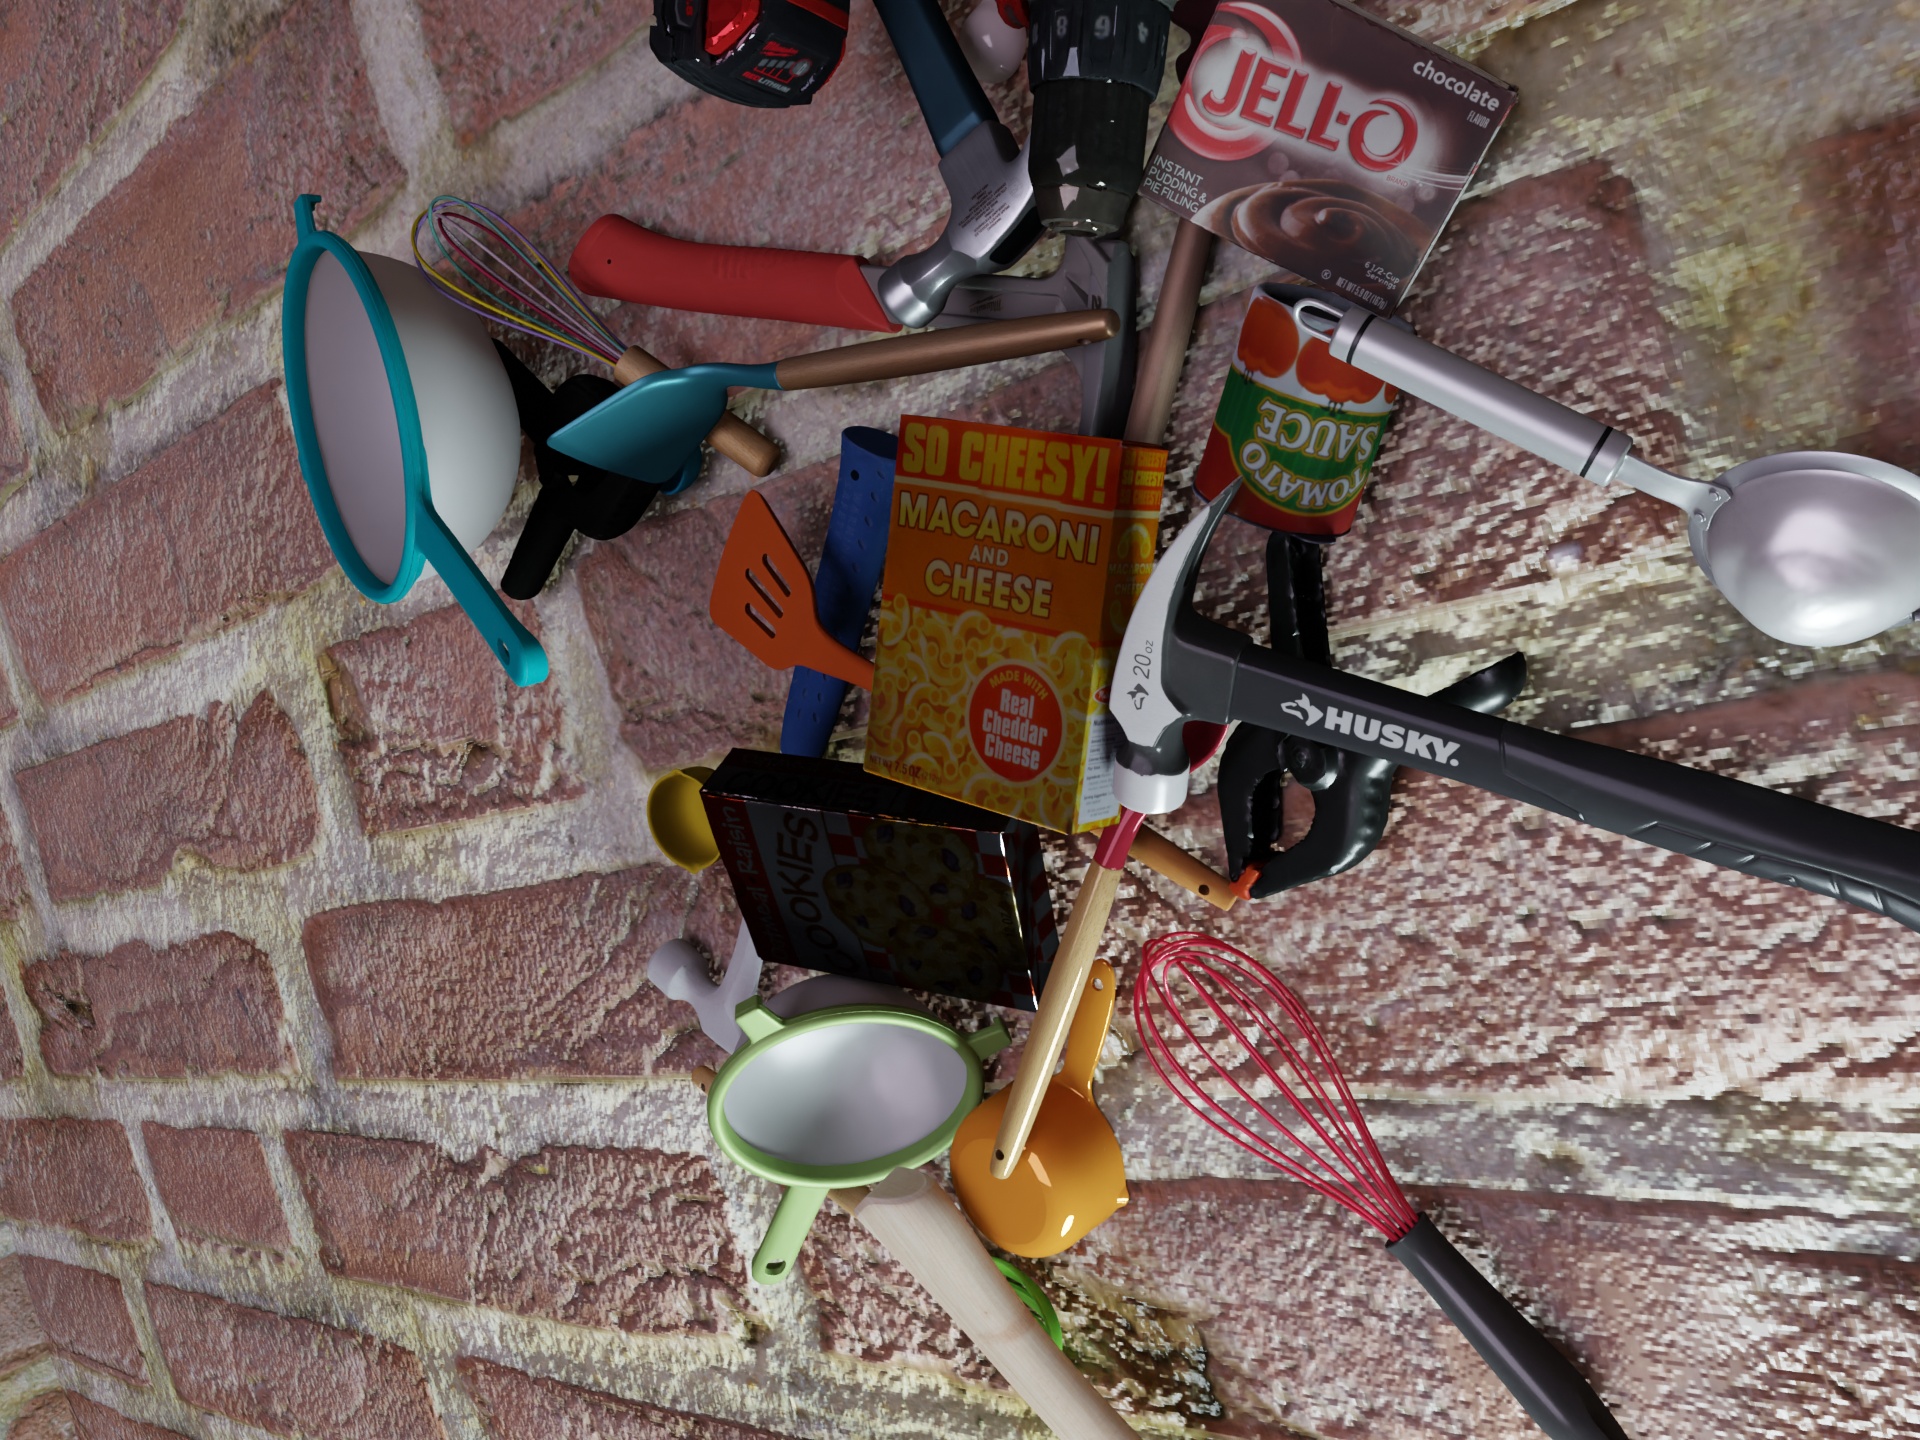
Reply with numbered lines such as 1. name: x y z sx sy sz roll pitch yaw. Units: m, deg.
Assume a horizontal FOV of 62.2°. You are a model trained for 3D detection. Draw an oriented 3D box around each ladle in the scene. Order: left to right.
1. ladle: 0.062 0.089 0.742 0.069 0.031 0.315 33 117 34

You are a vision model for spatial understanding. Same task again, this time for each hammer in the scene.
1. hammer: -0.088 0.033 0.891 0.144 0.035 0.405 35 124 28
2. hammer: -0.069 -0.207 0.799 0.359 0.036 0.149 16 113 36
3. hammer: -0.040 -0.348 0.705 0.128 0.033 0.331 -31 76 33
4. hammer: 0.093 0.397 0.812 0.411 0.038 0.146 45 129 11
5. hammer: 0.214 0.013 0.581 0.335 0.035 0.146 18 125 23

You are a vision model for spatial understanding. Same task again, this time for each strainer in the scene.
1. strainer: -0.282 -0.139 0.901 0.341 0.095 0.210 48 137 31
2. strainer: -0.082 0.227 0.909 0.069 0.151 0.256 -104 29 -48
3. strainer: 0.226 -0.084 0.541 0.258 0.050 0.086 31 155 16

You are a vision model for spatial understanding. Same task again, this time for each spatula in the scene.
1. spatula: -0.063 -0.156 0.754 0.317 0.082 0.044 0 81 37
2. spatula: -0.001 -0.003 0.784 0.323 0.041 0.081 32 120 14

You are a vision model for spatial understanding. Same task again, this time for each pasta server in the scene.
1. pasta server: 0.092 -0.182 0.667 0.060 0.040 0.316 17 118 9

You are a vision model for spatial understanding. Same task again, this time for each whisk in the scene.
1. whisk: -0.198 -0.212 0.870 0.245 0.047 0.051 36 128 4
2. whisk: 0.182 0.210 0.701 0.296 0.073 0.073 48 129 13

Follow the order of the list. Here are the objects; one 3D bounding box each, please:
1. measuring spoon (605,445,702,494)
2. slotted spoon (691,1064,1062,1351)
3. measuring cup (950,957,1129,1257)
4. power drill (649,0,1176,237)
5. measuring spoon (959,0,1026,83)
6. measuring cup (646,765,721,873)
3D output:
1. measuring spoon: -0.186 -0.147 0.937 0.129 0.021 0.042 -5 94 51
2. slotted spoon: -0.056 0.289 0.951 0.314 0.031 0.070 27 120 34
3. measuring cup: 0.044 0.201 0.818 0.095 0.052 0.173 29 123 31
4. power drill: -0.013 -0.287 0.626 0.227 0.080 0.188 10 100 32
5. measuring spoon: 0.014 -0.345 0.695 0.034 0.018 0.124 19 114 36
6. measuring cup: -0.105 0.053 0.877 0.156 0.029 0.062 -1 104 29
